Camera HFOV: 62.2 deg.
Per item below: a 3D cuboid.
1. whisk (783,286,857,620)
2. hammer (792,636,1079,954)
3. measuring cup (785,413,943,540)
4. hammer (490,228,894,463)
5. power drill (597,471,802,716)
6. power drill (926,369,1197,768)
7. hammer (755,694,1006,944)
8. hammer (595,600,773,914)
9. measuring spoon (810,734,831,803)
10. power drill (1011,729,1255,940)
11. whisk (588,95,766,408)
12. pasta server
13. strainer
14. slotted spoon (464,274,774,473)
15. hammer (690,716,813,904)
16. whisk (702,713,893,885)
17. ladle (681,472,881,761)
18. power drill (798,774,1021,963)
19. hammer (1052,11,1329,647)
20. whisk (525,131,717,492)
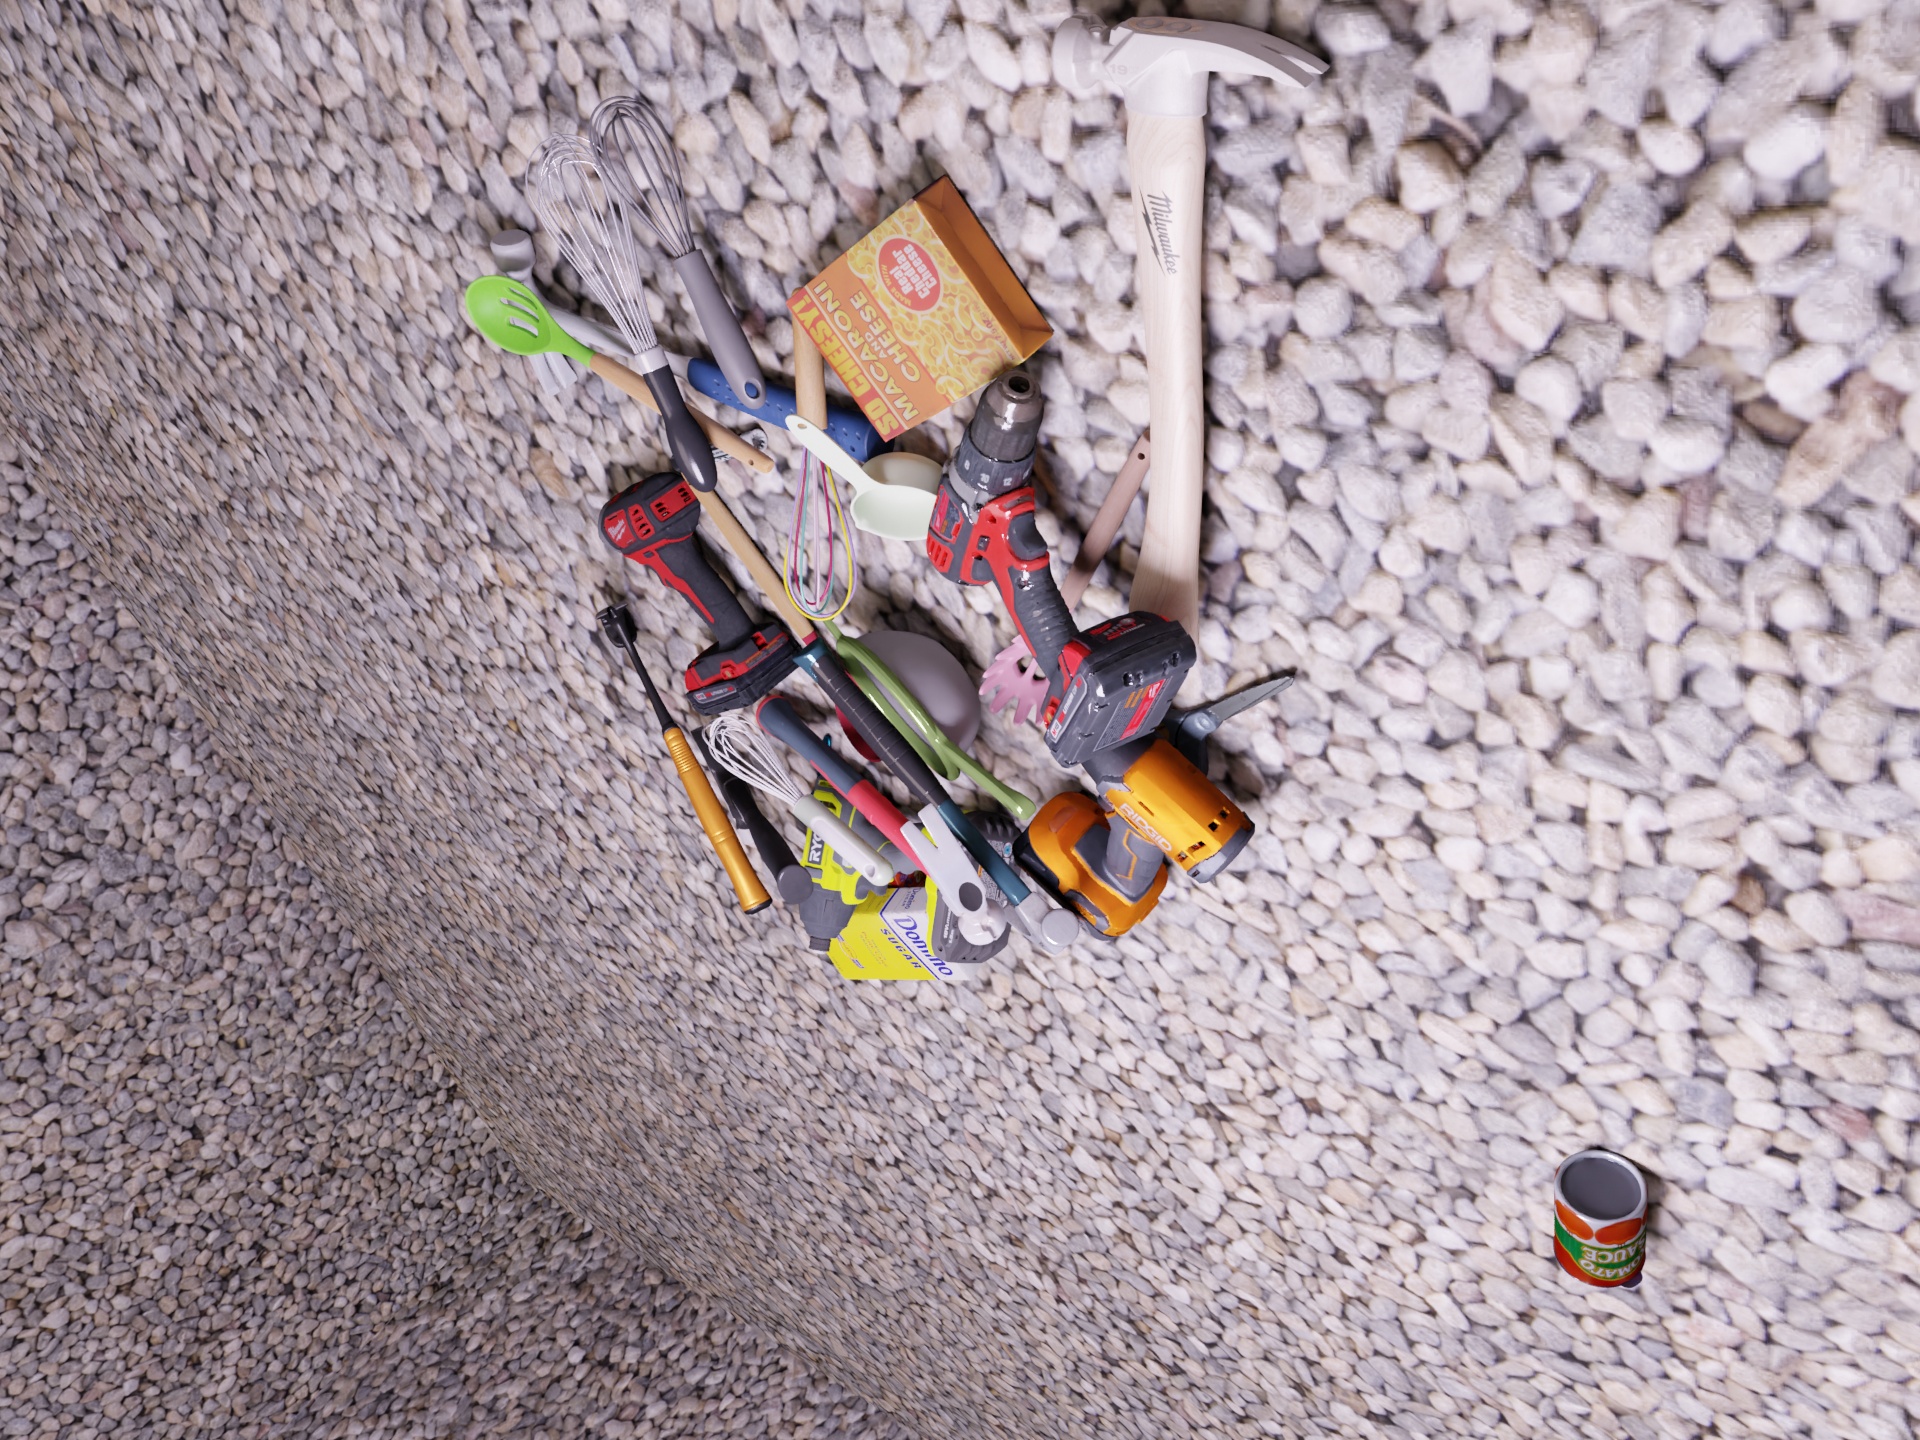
[{"bbox_3d":[-0.112,-0.193,1.174,0.047,0.051,0.245,10,109,37],"label":"whisk"},{"bbox_3d":[-0.023,0.059,1.302,0.331,0.033,0.128,49,170,8],"label":"hammer"},{"bbox_3d":[-0.068,-0.187,1.149,0.083,0.038,0.167,-12,149,33],"label":"measuring cup"},{"bbox_3d":[-0.221,-0.279,1.283,0.406,0.035,0.143,26,142,28],"label":"hammer"},{"bbox_3d":[-0.251,-0.117,1.464,0.143,0.078,0.219,-10,116,52],"label":"power drill"},{"bbox_3d":[0.059,-0.103,1.059,0.227,0.080,0.187,58,154,21],"label":"power drill"},{"bbox_3d":[-0.094,0.052,1.383,0.387,0.038,0.143,38,163,51],"label":"hammer"},{"bbox_3d":[-0.273,0.038,1.578,0.337,0.034,0.127,63,171,1],"label":"hammer"},{"bbox_3d":[-0.130,0.059,1.579,0.128,0.021,0.042,102,147,-44],"label":"measuring spoon"},{"bbox_3d":[0.119,0.076,1.240,0.164,0.084,0.226,43,153,5],"label":"power drill"},{"bbox_3d":[-0.202,-0.338,1.164,0.055,0.055,0.238,-5,116,50],"label":"whisk"},{"bbox_3d":[0.082,-0.096,1.148,0.060,0.040,0.316,29,145,2],"label":"pasta server"},{"bbox_3d":[-0.002,-0.004,1.269,0.257,0.069,0.151,39,166,46],"label":"strainer"},{"bbox_3d":[-0.276,-0.278,1.288,0.314,0.031,0.070,32,137,16],"label":"slotted spoon"},{"bbox_3d":[-0.198,0.099,1.546,0.146,0.035,0.335,68,169,-20],"label":"hammer"},{"bbox_3d":[-0.151,0.073,1.466,0.246,0.059,0.057,38,118,25],"label":"whisk"},{"bbox_3d":[-0.153,-0.097,1.420,0.069,0.031,0.315,-20,109,51],"label":"ladle"},{"bbox_3d":[-0.058,0.147,1.472,0.223,0.171,0.080,8,177,40],"label":"power drill"},{"bbox_3d":[0.136,-0.203,0.950,0.146,0.038,0.410,20,138,28],"label":"hammer"},{"bbox_3d":[-0.249,-0.306,1.210,0.070,0.070,0.284,1,119,48],"label":"whisk"}]
